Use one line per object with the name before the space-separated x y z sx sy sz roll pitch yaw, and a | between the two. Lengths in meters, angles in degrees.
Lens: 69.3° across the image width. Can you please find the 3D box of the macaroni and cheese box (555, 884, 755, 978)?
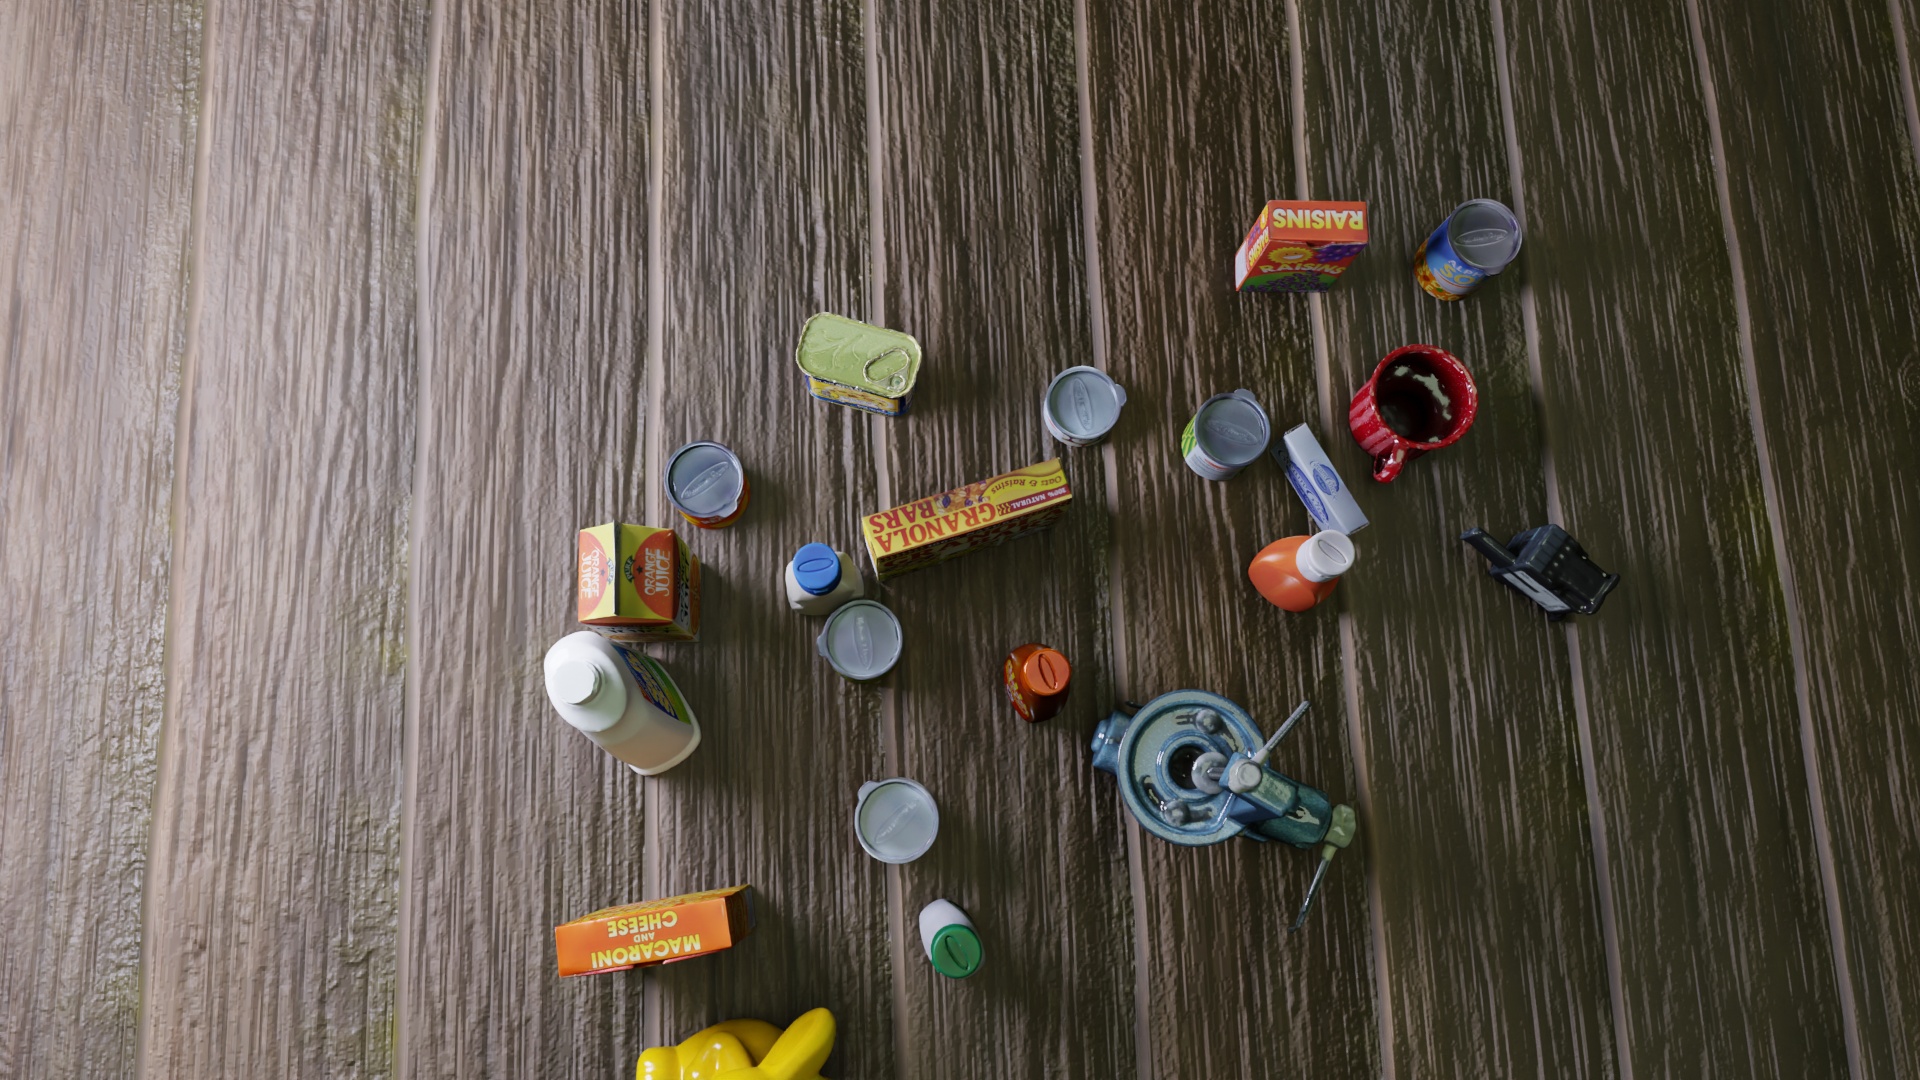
macaroni and cheese box | -0.227 0.296 1.061 0.124 0.166 0.040 -9 80 -4

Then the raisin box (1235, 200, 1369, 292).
raisin box | 0.295 -0.255 1.213 0.086 0.123 0.040 1 80 -2

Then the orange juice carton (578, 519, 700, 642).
orange juice carton | -0.254 0.036 1.096 0.073 0.192 0.072 -1 80 -3

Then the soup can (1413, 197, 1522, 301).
soup can | 0.452 -0.255 1.240 0.071 0.083 0.071 0 79 -2

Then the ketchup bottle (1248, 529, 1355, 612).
ketchup bottle | 0.284 0.023 1.146 0.065 0.148 0.043 39 80 5

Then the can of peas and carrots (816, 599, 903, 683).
can of peas and carrots | -0.083 0.086 1.163 0.071 0.058 0.071 0 79 -2

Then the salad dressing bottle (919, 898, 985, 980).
salad dressing bottle | -0.005 0.313 1.077 0.044 0.147 0.064 -32 83 -8

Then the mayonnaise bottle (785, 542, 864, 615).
mayonnaise bottle | -0.112 0.032 1.126 0.065 0.148 0.041 -11 80 -4

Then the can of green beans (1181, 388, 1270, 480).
can of green beans | 0.231 -0.090 1.211 0.071 0.057 0.071 0 79 -2

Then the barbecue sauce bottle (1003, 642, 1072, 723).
barbecue sauce bottle | 0.063 0.112 1.119 0.044 0.148 0.065 -19 81 -6

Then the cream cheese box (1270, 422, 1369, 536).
cream cheese box | 0.311 -0.048 1.209 0.024 0.053 0.104 -30 82 -7

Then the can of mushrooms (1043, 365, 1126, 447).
can of mushrooms | 0.109 -0.118 1.224 0.071 0.033 0.071 0 79 -2

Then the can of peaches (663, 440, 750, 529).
can of peaches | -0.213 -0.044 1.182 0.071 0.058 0.071 0 79 -2

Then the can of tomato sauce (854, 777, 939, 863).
can of tomato sauce | -0.053 0.225 1.125 0.071 0.083 0.071 0 79 -2

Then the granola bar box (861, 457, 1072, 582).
granola bar box | 0.004 -0.014 1.153 0.166 0.124 0.039 -17 81 -6
